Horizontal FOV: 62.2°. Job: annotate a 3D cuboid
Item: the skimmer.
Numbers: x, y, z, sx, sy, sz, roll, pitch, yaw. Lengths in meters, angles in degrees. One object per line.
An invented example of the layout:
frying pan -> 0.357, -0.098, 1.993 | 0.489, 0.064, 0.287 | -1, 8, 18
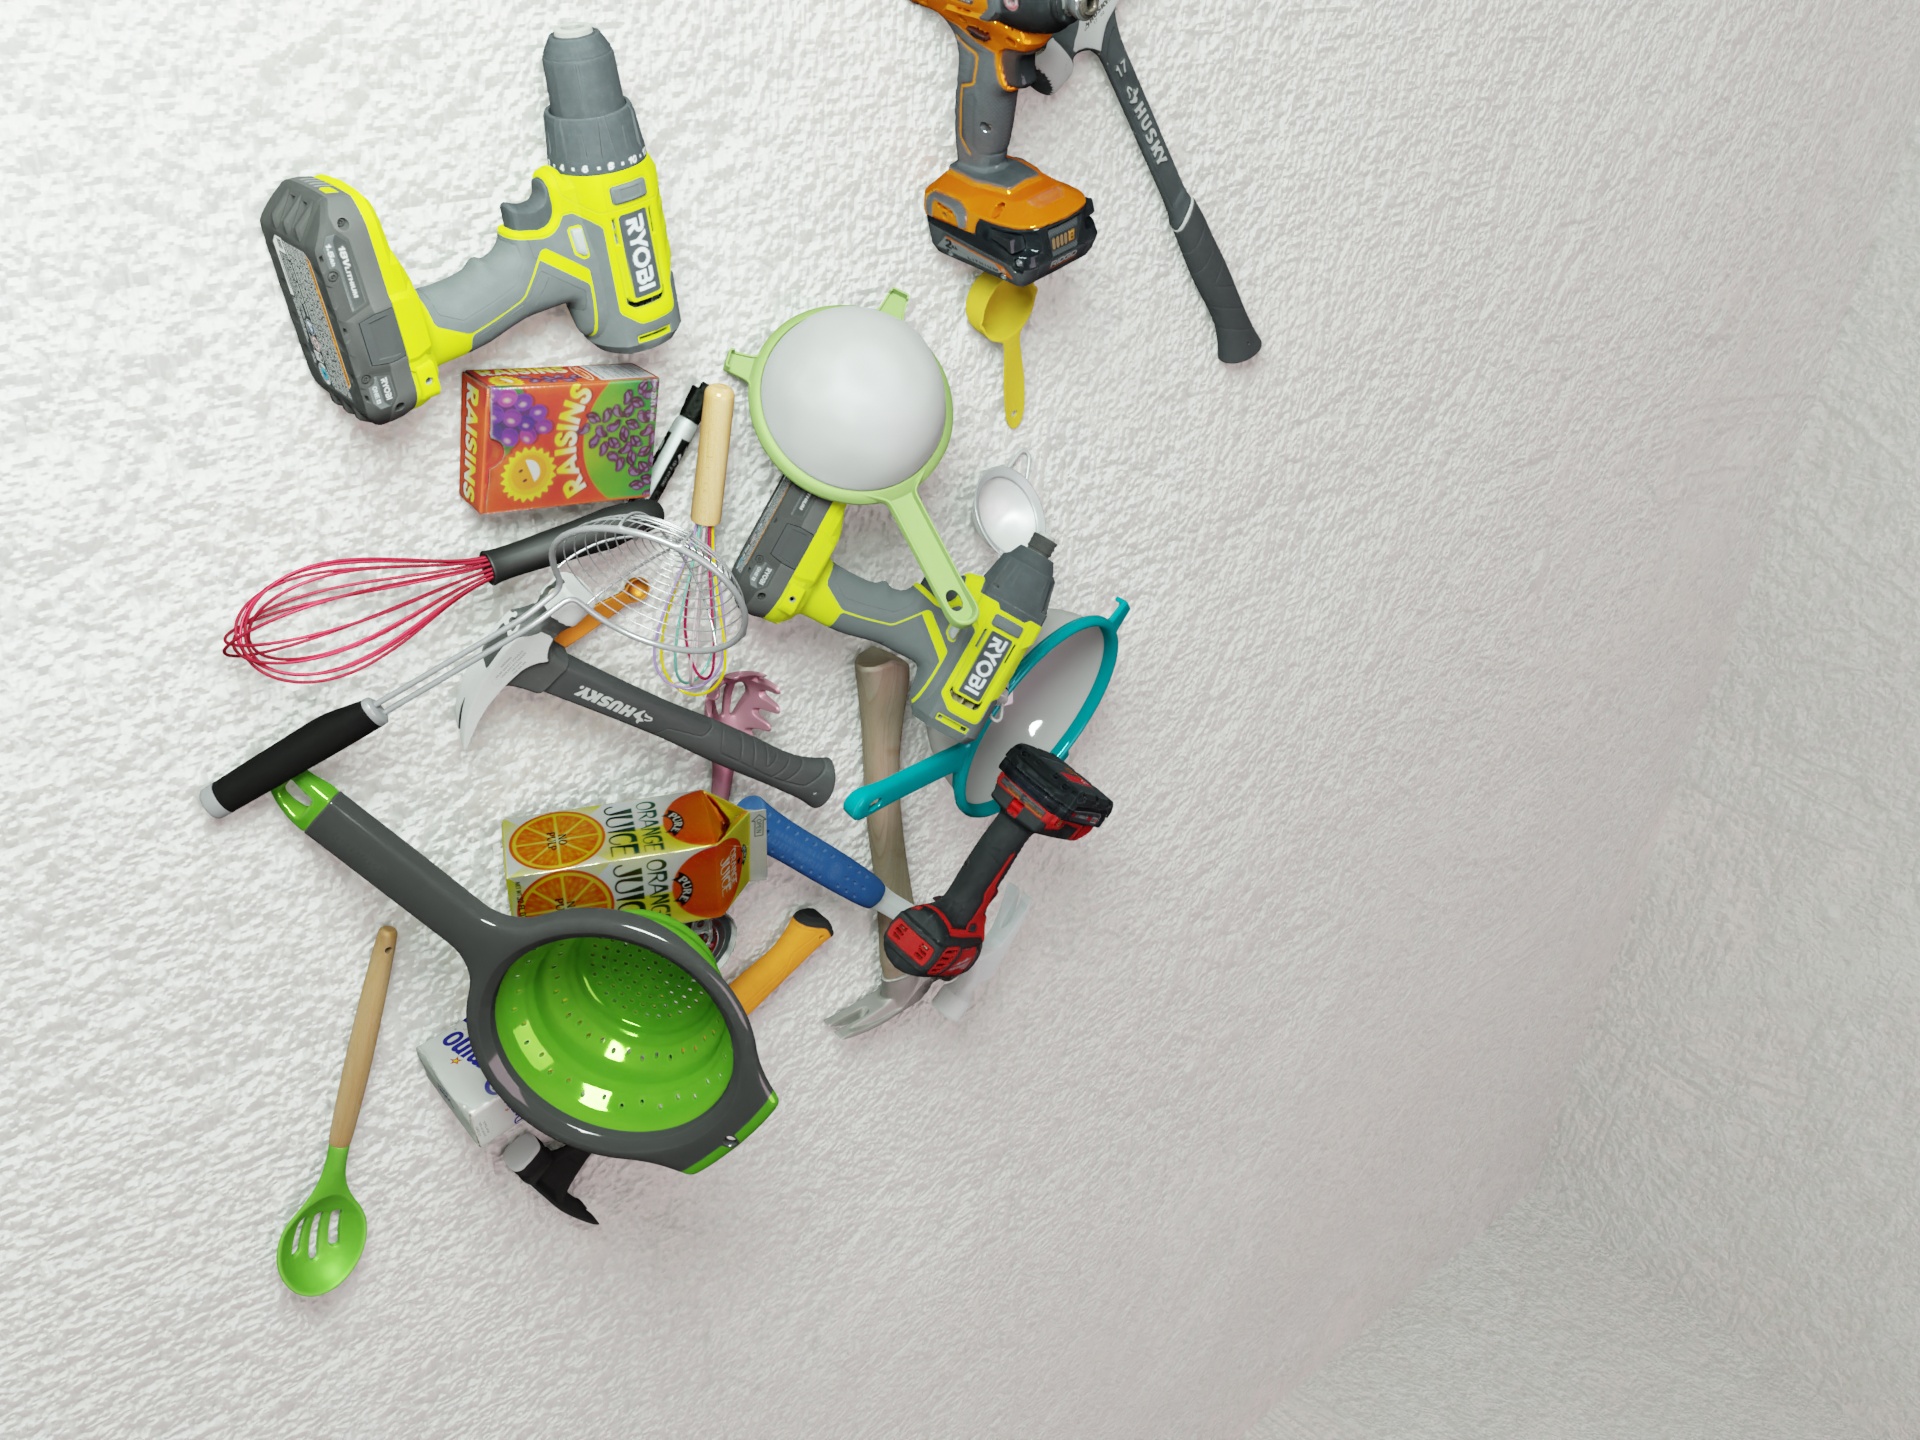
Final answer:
skimmer -> -0.306, -0.017, 0.983 | 0.363, 0.090, 0.127 | -30, 140, 1

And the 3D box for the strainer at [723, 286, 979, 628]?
strainer -> -0.045, -0.185, 1.111 | 0.151, 0.256, 0.069 | -26, 176, -20

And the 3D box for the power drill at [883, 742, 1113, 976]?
power drill -> 0.031, 0.133, 1.403 | 0.219, 0.079, 0.143 | -53, 157, 7

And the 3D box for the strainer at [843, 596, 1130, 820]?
strainer -> -0.002, -0.004, 1.360 | 0.340, 0.095, 0.210 | -26, 146, -45

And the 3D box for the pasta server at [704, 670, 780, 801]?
pasta server -> -0.198, 0.093, 1.302 | 0.060, 0.040, 0.316 | -6, 122, -31

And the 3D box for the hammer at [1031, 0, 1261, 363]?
hammer -> 0.180, -0.440, 1.320 | 0.149, 0.036, 0.408 | -51, 141, -7

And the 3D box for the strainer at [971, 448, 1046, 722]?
strainer -> 0.032, -0.112, 1.312 | 0.086, 0.050, 0.259 | 28, 52, -36

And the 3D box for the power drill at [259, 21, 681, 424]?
power drill -> -0.276, -0.286, 0.929 | 0.228, 0.080, 0.190 | -32, 135, -30

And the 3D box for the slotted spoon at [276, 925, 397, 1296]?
slotted spoon -> -0.456, 0.292, 1.185 | 0.070, 0.031, 0.313 | 0, 114, -46

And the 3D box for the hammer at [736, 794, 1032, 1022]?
hammer -> -0.067, 0.154, 1.418 | 0.144, 0.035, 0.405 | -54, 140, -3

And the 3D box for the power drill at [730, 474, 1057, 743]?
power drill -> -0.045, -0.105, 1.200 | 0.223, 0.080, 0.171 | 28, 94, -17

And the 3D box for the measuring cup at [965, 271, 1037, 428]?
measuring cup -> 0.033, -0.299, 1.283 | 0.062, 0.029, 0.156 | -38, 150, -21

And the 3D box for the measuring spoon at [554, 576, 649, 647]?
measuring spoon -> -0.273, -0.070, 1.135 | 0.117, 0.011, 0.021 | -34, 137, -19

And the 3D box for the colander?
colander -> -0.293, 0.148, 1.103 | 0.397, 0.095, 0.204 | 42, 115, -13

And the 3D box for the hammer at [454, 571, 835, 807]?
hammer -> -0.213, 0.006, 1.171 | 0.146, 0.035, 0.334 | -40, 141, 18

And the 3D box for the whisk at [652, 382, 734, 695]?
whisk -> -0.182, -0.124, 1.149 | 0.051, 0.047, 0.244 | -21, 133, -44

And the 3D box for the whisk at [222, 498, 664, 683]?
whisk -> -0.319, -0.091, 1.015 | 0.296, 0.073, 0.073 | -24, 132, -31

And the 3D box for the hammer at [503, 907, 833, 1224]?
hammer -> -0.239, 0.295, 1.401 | 0.337, 0.034, 0.127 | -43, 139, -15

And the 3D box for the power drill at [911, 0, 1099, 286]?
power drill -> 0.035, -0.421, 1.085 | 0.084, 0.164, 0.226 | -34, 138, -26

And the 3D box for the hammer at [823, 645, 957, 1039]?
hammer -> -0.073, 0.116, 1.446 | 0.146, 0.038, 0.410 | -27, 132, -29
